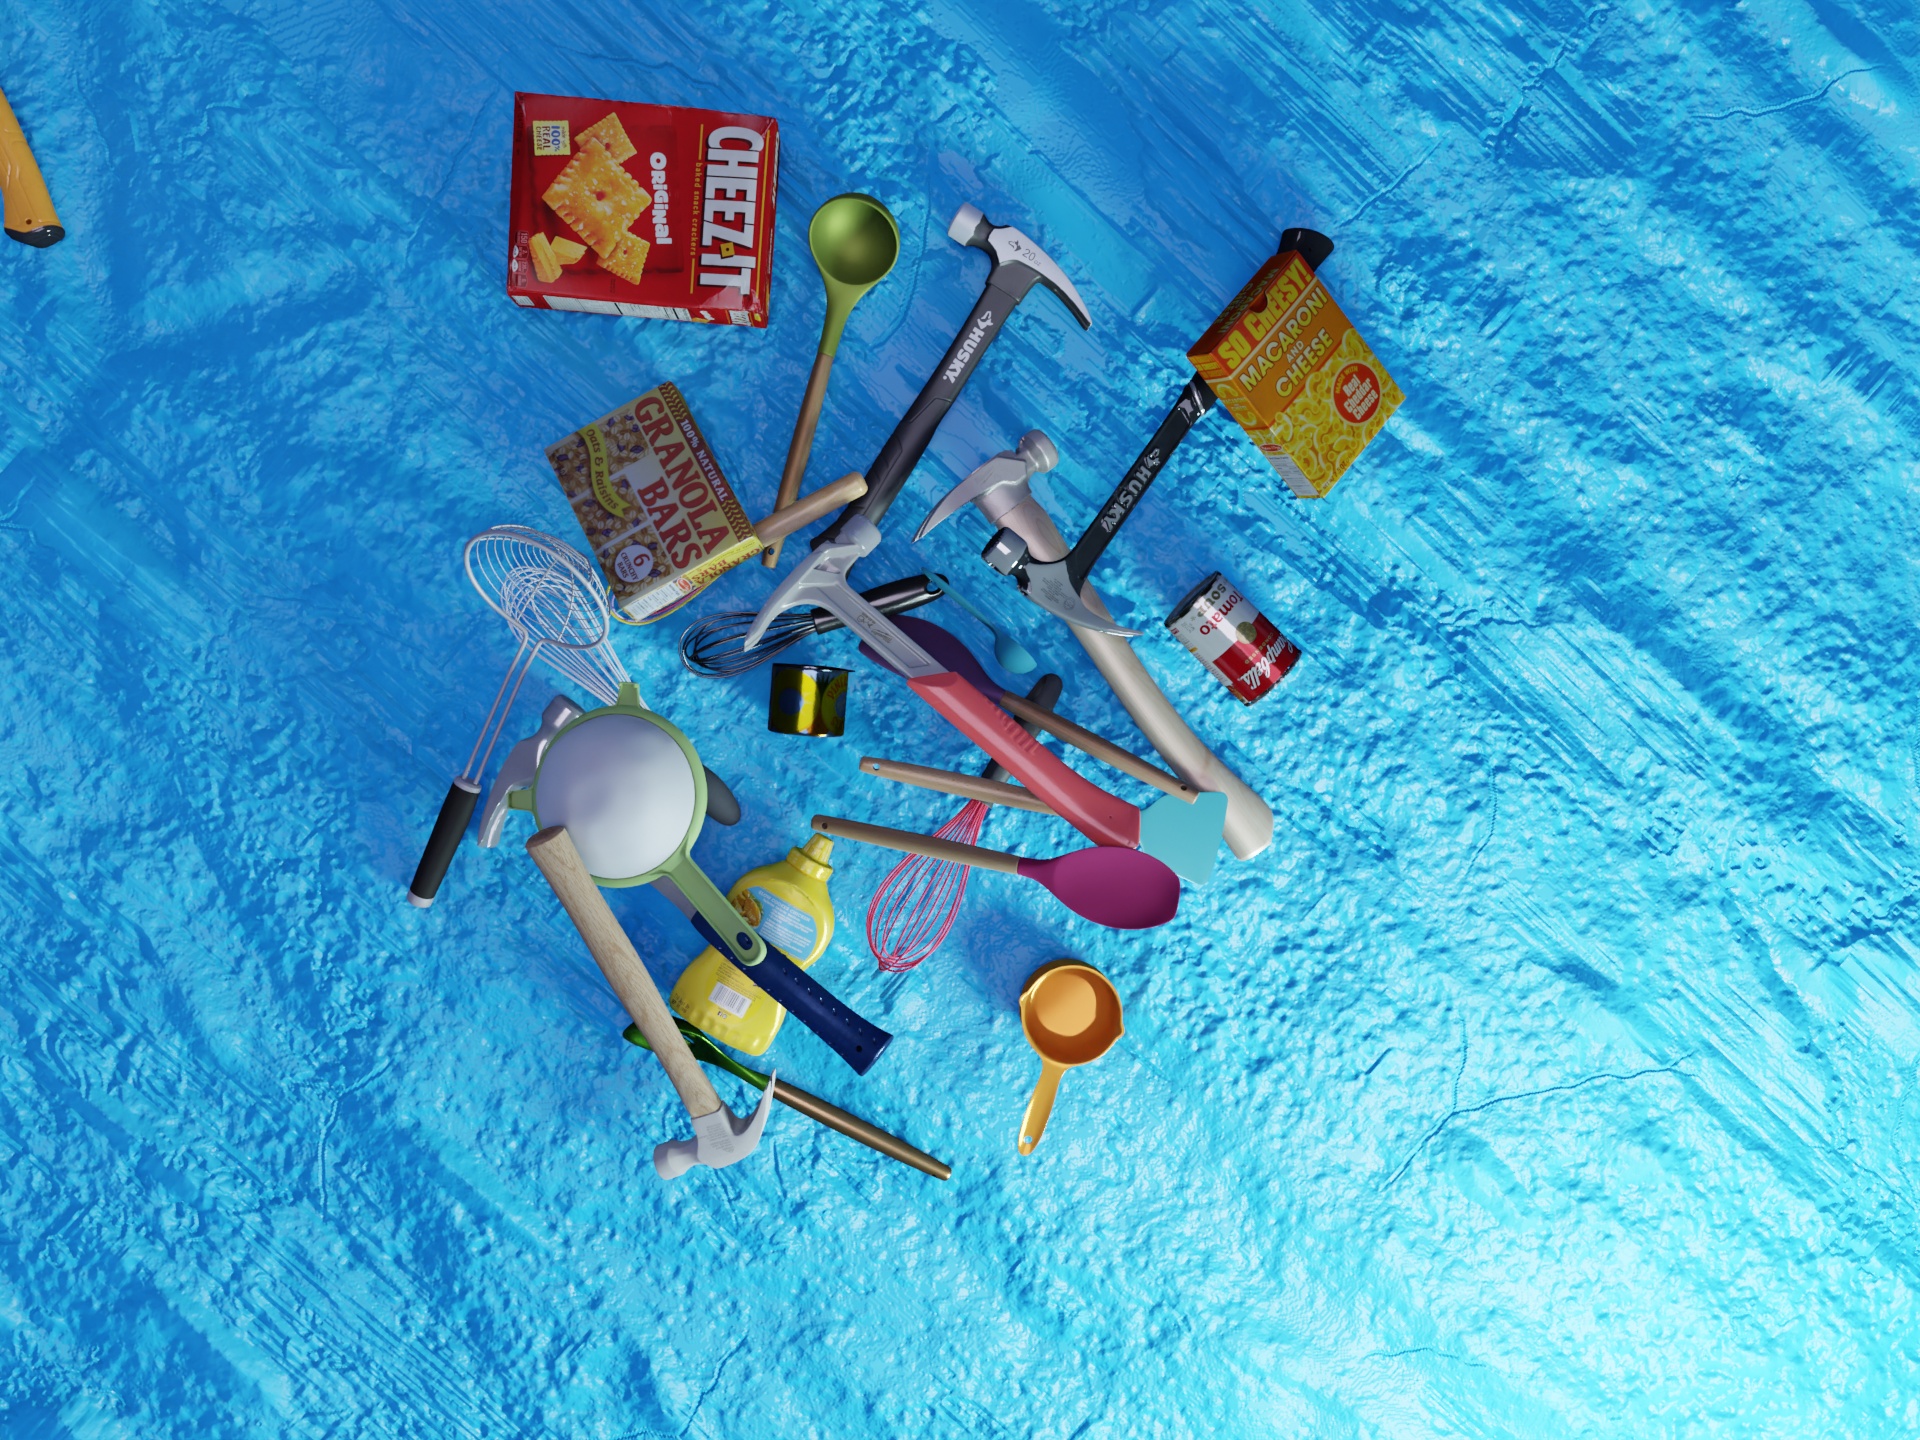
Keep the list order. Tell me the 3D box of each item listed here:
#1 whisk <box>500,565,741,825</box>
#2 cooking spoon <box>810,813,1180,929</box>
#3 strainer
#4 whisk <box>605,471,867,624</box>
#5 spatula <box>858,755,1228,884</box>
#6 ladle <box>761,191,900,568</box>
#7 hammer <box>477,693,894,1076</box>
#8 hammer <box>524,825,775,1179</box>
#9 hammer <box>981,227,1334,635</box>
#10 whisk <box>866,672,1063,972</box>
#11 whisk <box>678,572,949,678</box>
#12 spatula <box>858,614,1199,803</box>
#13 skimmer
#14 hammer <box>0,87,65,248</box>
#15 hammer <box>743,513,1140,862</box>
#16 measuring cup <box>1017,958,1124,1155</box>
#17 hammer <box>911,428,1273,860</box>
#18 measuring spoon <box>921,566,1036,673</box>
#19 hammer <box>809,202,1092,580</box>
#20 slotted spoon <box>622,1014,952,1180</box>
[{"bbox_3d":[-0.285,-0.017,1.350,0.070,0.070,0.284,-41,99,0],"label":"whisk"},{"bbox_3d":[0.024,0.114,1.313,0.319,0.017,0.068,11,104,16],"label":"cooking spoon"},{"bbox_3d":[-0.251,0.100,1.278,0.151,0.069,0.256,-43,81,5],"label":"strainer"},{"bbox_3d":[-0.191,-0.148,1.337,0.245,0.051,0.047,-27,86,6],"label":"whisk"},{"bbox_3d":[0.070,0.070,1.339,0.317,0.044,0.082,13,94,-3],"label":"spatula"},{"bbox_3d":[-0.122,-0.284,1.341,0.078,0.062,0.320,16,95,0],"label":"ladle"},{"bbox_3d":[-0.228,0.156,1.325,0.405,0.035,0.144,38,92,10],"label":"hammer"},{"bbox_3d":[-0.258,0.229,1.301,0.130,0.031,0.331,-21,109,14],"label":"hammer"},{"bbox_3d":[0.192,-0.252,1.343,0.149,0.036,0.409,38,82,-12],"label":"hammer"},{"bbox_3d":[0.006,0.086,1.368,0.073,0.073,0.296,32,86,-4],"label":"whisk"},{"bbox_3d":[-0.124,-0.087,1.359,0.239,0.055,0.055,-17,94,-6],"label":"whisk"},{"bbox_3d":[0.060,-0.009,1.349,0.316,0.018,0.060,28,66,9],"label":"spatula"},{"bbox_3d":[-0.388,0.009,1.282,0.127,0.090,0.363,28,107,-1],"label":"skimmer"},{"bbox_3d":[-0.811,-0.552,1.300,0.127,0.034,0.337,-22,94,-1],"label":"hammer"},{"bbox_3d":[-0.002,-0.004,1.302,0.359,0.036,0.149,41,76,3],"label":"hammer"},{"bbox_3d":[0.080,0.291,1.386,0.095,0.052,0.173,18,94,-4],"label":"measuring cup"},{"bbox_3d":[0.129,-0.044,1.365,0.146,0.038,0.410,-38,97,-16],"label":"hammer"},{"bbox_3d":[0.010,-0.082,1.348,0.128,0.042,0.021,41,83,-1],"label":"measuring spoon"},{"bbox_3d":[-0.023,-0.261,1.358,0.146,0.035,0.335,32,91,-4],"label":"hammer"},{"bbox_3d":[-0.146,0.327,1.381,0.313,0.070,0.031,29,55,-9],"label":"slotted spoon"}]
